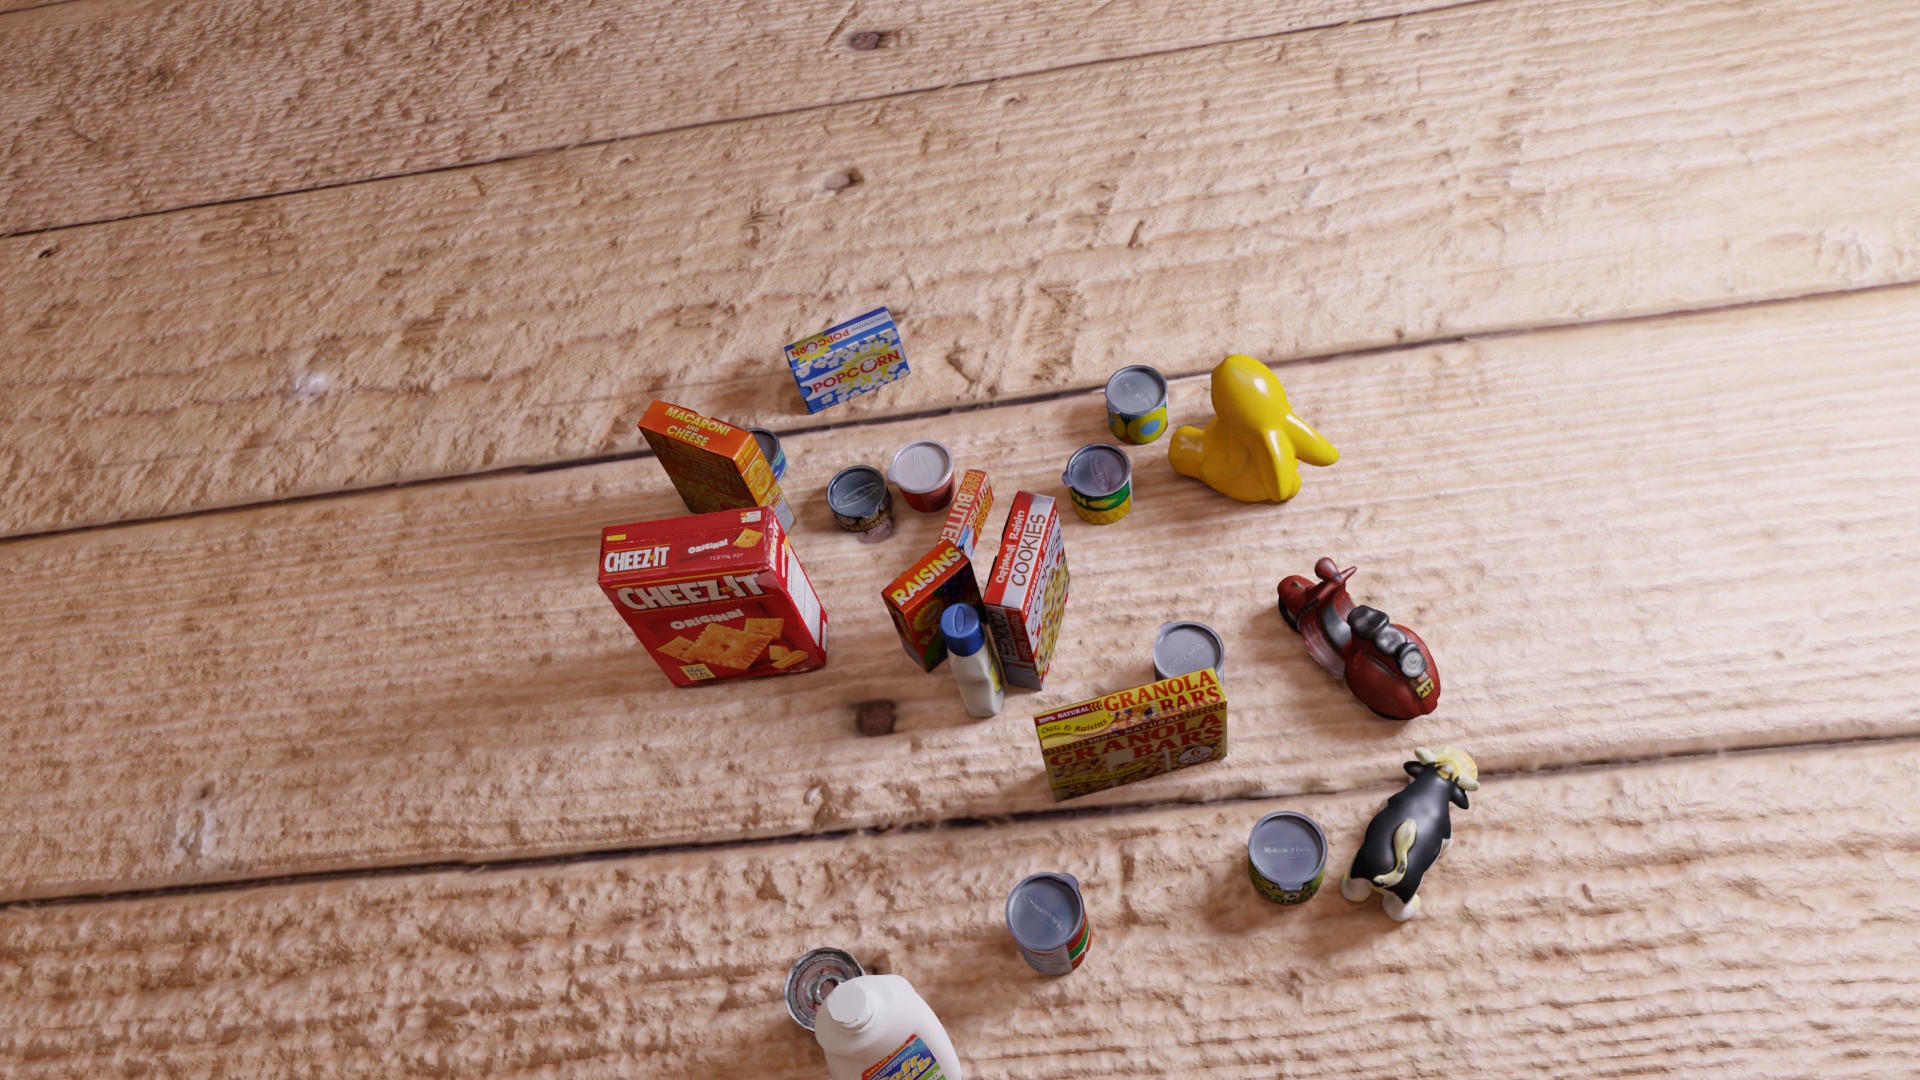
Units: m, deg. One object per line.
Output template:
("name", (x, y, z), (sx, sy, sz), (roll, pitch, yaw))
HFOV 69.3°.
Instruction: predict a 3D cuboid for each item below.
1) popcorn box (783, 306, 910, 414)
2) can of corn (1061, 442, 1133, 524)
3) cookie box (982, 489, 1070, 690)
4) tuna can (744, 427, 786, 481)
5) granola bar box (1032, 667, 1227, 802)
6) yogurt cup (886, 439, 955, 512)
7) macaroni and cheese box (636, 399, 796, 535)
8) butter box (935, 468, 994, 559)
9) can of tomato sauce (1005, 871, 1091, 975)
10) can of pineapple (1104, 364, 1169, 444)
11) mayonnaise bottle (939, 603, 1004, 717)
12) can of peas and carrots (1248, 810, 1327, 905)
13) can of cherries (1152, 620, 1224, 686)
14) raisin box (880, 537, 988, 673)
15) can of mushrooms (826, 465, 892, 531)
("popcorn box", (-0.126, -0.202, 1.563), (0.127, 0.085, 0.038), (-23, 57, -4))
("can of corn", (0.142, -0.057, 1.436), (0.071, 0.058, 0.071), (-5, 57, 8))
("cookie box", (0.065, 0.050, 1.318), (0.040, 0.166, 0.123), (9, 60, 16))
("tuna can", (-0.229, -0.088, 1.541), (0.071, 0.032, 0.071), (-5, 57, 8))
("granola bar box", (0.154, 0.175, 1.247), (0.165, 0.123, 0.039), (-15, 57, 1))
("yogurt cup", (-0.037, -0.066, 1.478), (0.072, 0.053, 0.073), (-5, 57, 8))
("macaroni and cheese box", (-0.253, -0.070, 1.455), (0.124, 0.165, 0.040), (20, 64, 22))
("butter box", (0.005, -0.018, 1.440), (0.024, 0.053, 0.104), (12, 61, 18))
("can of tomato sauce", (0.077, 0.328, 1.190), (0.071, 0.082, 0.071), (-5, 58, 8))
("can of pineapple", (0.187, -0.144, 1.482), (0.071, 0.057, 0.071), (-5, 57, 8))
("mayonnaise bottle", (0.011, 0.110, 1.302), (0.041, 0.147, 0.065), (-4, 58, 8))
("can of peas and carrots", (0.282, 0.277, 1.198), (0.071, 0.058, 0.071), (-5, 57, 8))
("can of cherries", (0.215, 0.116, 1.312), (0.071, 0.058, 0.072), (-5, 57, 8))
("raisin box", (-0.023, 0.064, 1.352), (0.086, 0.123, 0.040), (-39, 59, -14))
("can of mushrooms", (-0.107, -0.043, 1.489), (0.071, 0.033, 0.071), (-5, 57, 8))
